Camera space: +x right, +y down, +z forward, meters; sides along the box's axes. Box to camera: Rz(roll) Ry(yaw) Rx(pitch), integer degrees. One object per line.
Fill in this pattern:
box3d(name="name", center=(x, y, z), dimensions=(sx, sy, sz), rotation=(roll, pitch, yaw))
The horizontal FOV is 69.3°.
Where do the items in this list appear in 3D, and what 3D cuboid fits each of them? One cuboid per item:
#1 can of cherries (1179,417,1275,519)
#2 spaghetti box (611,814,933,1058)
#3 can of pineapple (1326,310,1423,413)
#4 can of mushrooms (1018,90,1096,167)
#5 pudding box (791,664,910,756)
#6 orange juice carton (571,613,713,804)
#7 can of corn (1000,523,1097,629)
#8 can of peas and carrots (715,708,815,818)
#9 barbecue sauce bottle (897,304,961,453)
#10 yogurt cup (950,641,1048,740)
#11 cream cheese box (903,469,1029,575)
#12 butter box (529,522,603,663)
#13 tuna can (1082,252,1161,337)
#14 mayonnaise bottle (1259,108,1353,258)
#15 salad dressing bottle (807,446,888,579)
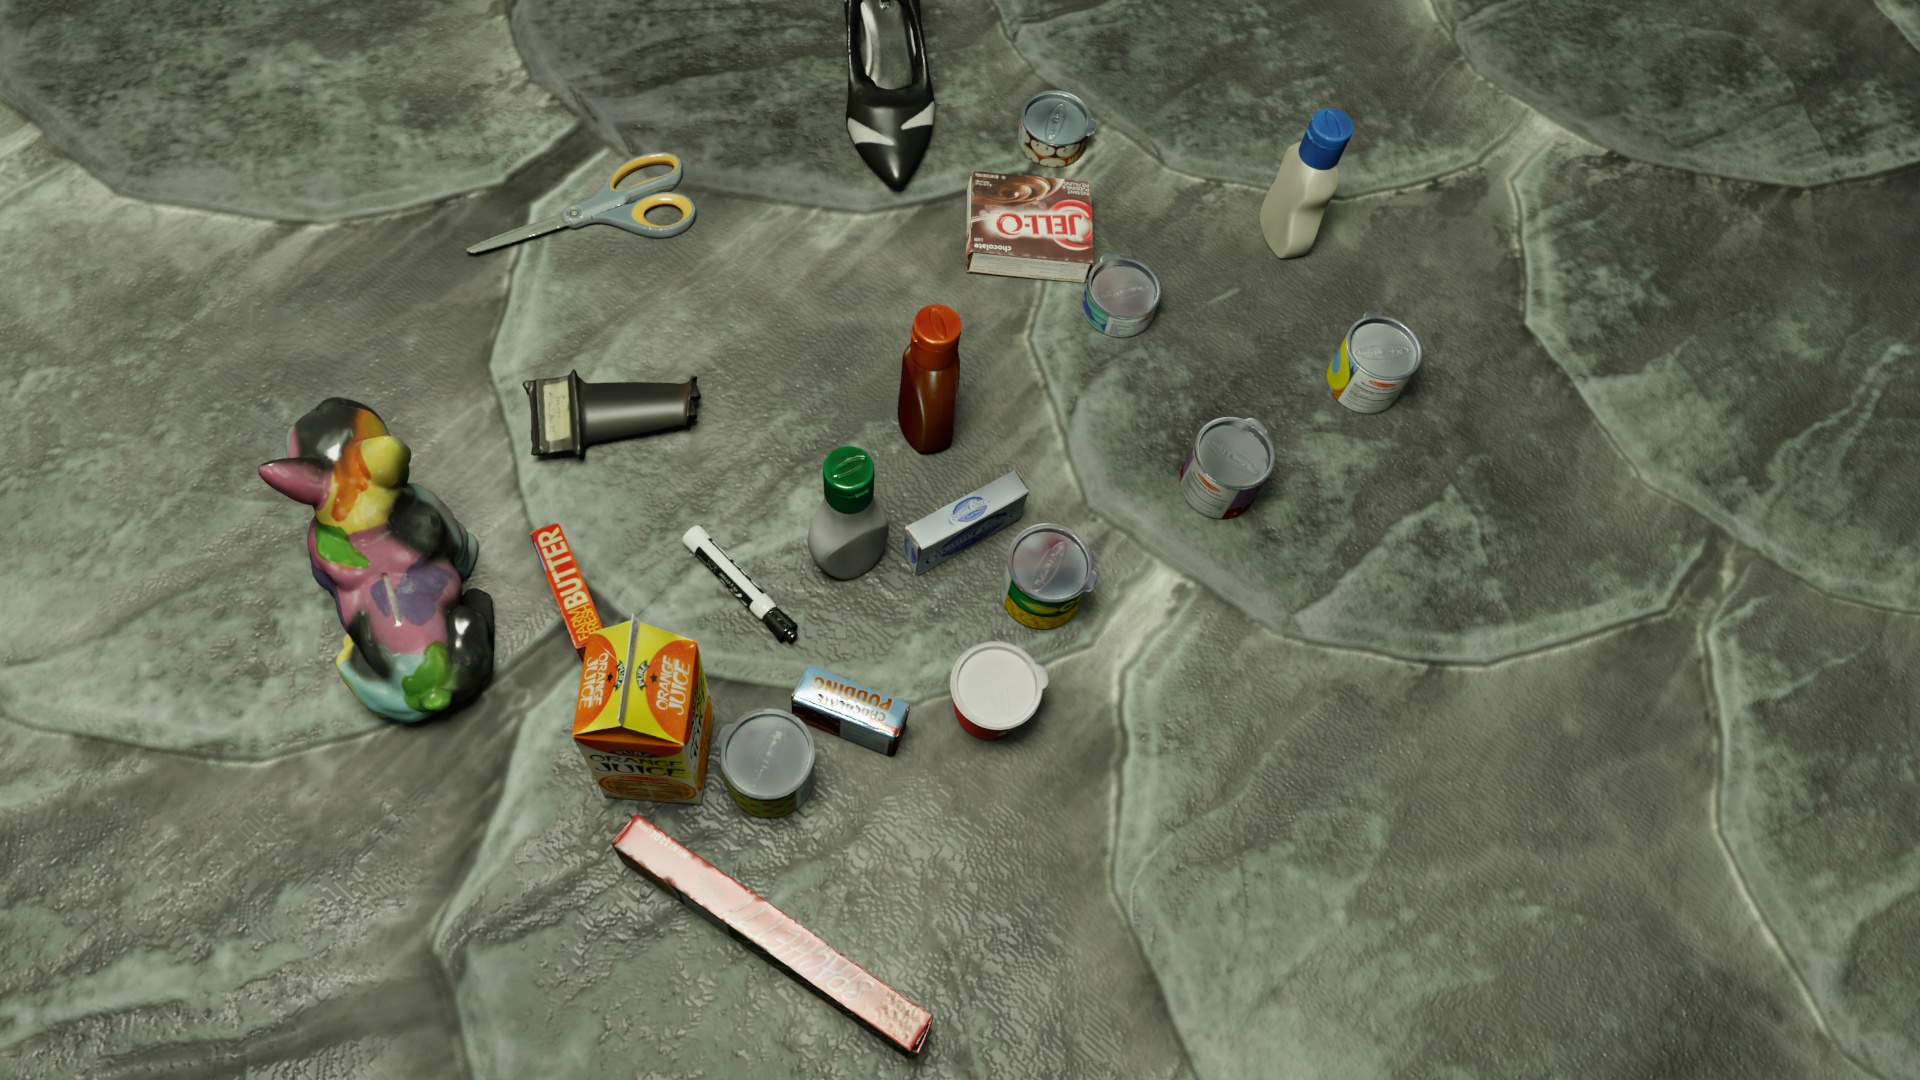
box3d(name="can of cherries", center=(0.220, -0.060, 1.139), dimensions=(0.071, 0.058, 0.072), rotation=(2, 64, -4))
box3d(name="spaghetti box", center=(-0.128, 0.271, 0.948), dimensions=(0.250, 0.050, 0.029), rotation=(31, 66, 10))
box3d(name="can of pineapple", center=(0.356, -0.153, 1.198), dimensions=(0.071, 0.057, 0.071), rotation=(2, 64, -4))
box3d(name="can of mushrooms", center=(0.090, -0.384, 1.299), dimensions=(0.071, 0.033, 0.071), rotation=(2, 64, -4))
box3d(name="pudding box", center=(-0.082, 0.126, 1.024), dimensions=(0.084, 0.049, 0.030), rotation=(20, 64, 5))
box3d(name="orange juice carton", center=(-0.213, 0.117, 0.936), dimensions=(0.073, 0.191, 0.072), rotation=(5, 64, -3))
box3d(name="can of corn", center=(0.068, 0.030, 1.081), dimensions=(0.071, 0.058, 0.071), rotation=(2, 64, -4))
box3d(name="can of peas and carrots", center=(-0.140, 0.160, 0.997), dimensions=(0.071, 0.058, 0.071), rotation=(2, 64, -4))
box3d(name="barbecue sauce bottle", center=(-0.024, -0.130, 1.100), dimensions=(0.044, 0.148, 0.065), rotation=(-14, 67, -12))
box3d(name="yogurt cup", center=(0.025, 0.116, 1.037), dimensions=(0.072, 0.053, 0.072), rotation=(2, 64, -4))
box3d(name="cream cheese box", center=(0.004, -0.014, 1.099), dimensions=(0.104, 0.053, 0.024), rotation=(-28, 70, -18))
box3d(name="butter box", center=(-0.291, 0.042, 1.043), dimensions=(0.024, 0.053, 0.104), rotation=(-22, 68, -15))
box3d(name="tuna can", center=(0.140, -0.216, 1.222), dimensions=(0.071, 0.032, 0.071), rotation=(2, 64, -4))
box3d(name="mayonnaise bottle", center=(0.305, -0.315, 1.223), dimensions=(0.041, 0.147, 0.065), rotation=(-10, 66, -10))
box3d(name="salad dressing bottle", center=(-0.084, -0.020, 1.041), dimensions=(0.064, 0.147, 0.044), rotation=(-28, 70, -17))
